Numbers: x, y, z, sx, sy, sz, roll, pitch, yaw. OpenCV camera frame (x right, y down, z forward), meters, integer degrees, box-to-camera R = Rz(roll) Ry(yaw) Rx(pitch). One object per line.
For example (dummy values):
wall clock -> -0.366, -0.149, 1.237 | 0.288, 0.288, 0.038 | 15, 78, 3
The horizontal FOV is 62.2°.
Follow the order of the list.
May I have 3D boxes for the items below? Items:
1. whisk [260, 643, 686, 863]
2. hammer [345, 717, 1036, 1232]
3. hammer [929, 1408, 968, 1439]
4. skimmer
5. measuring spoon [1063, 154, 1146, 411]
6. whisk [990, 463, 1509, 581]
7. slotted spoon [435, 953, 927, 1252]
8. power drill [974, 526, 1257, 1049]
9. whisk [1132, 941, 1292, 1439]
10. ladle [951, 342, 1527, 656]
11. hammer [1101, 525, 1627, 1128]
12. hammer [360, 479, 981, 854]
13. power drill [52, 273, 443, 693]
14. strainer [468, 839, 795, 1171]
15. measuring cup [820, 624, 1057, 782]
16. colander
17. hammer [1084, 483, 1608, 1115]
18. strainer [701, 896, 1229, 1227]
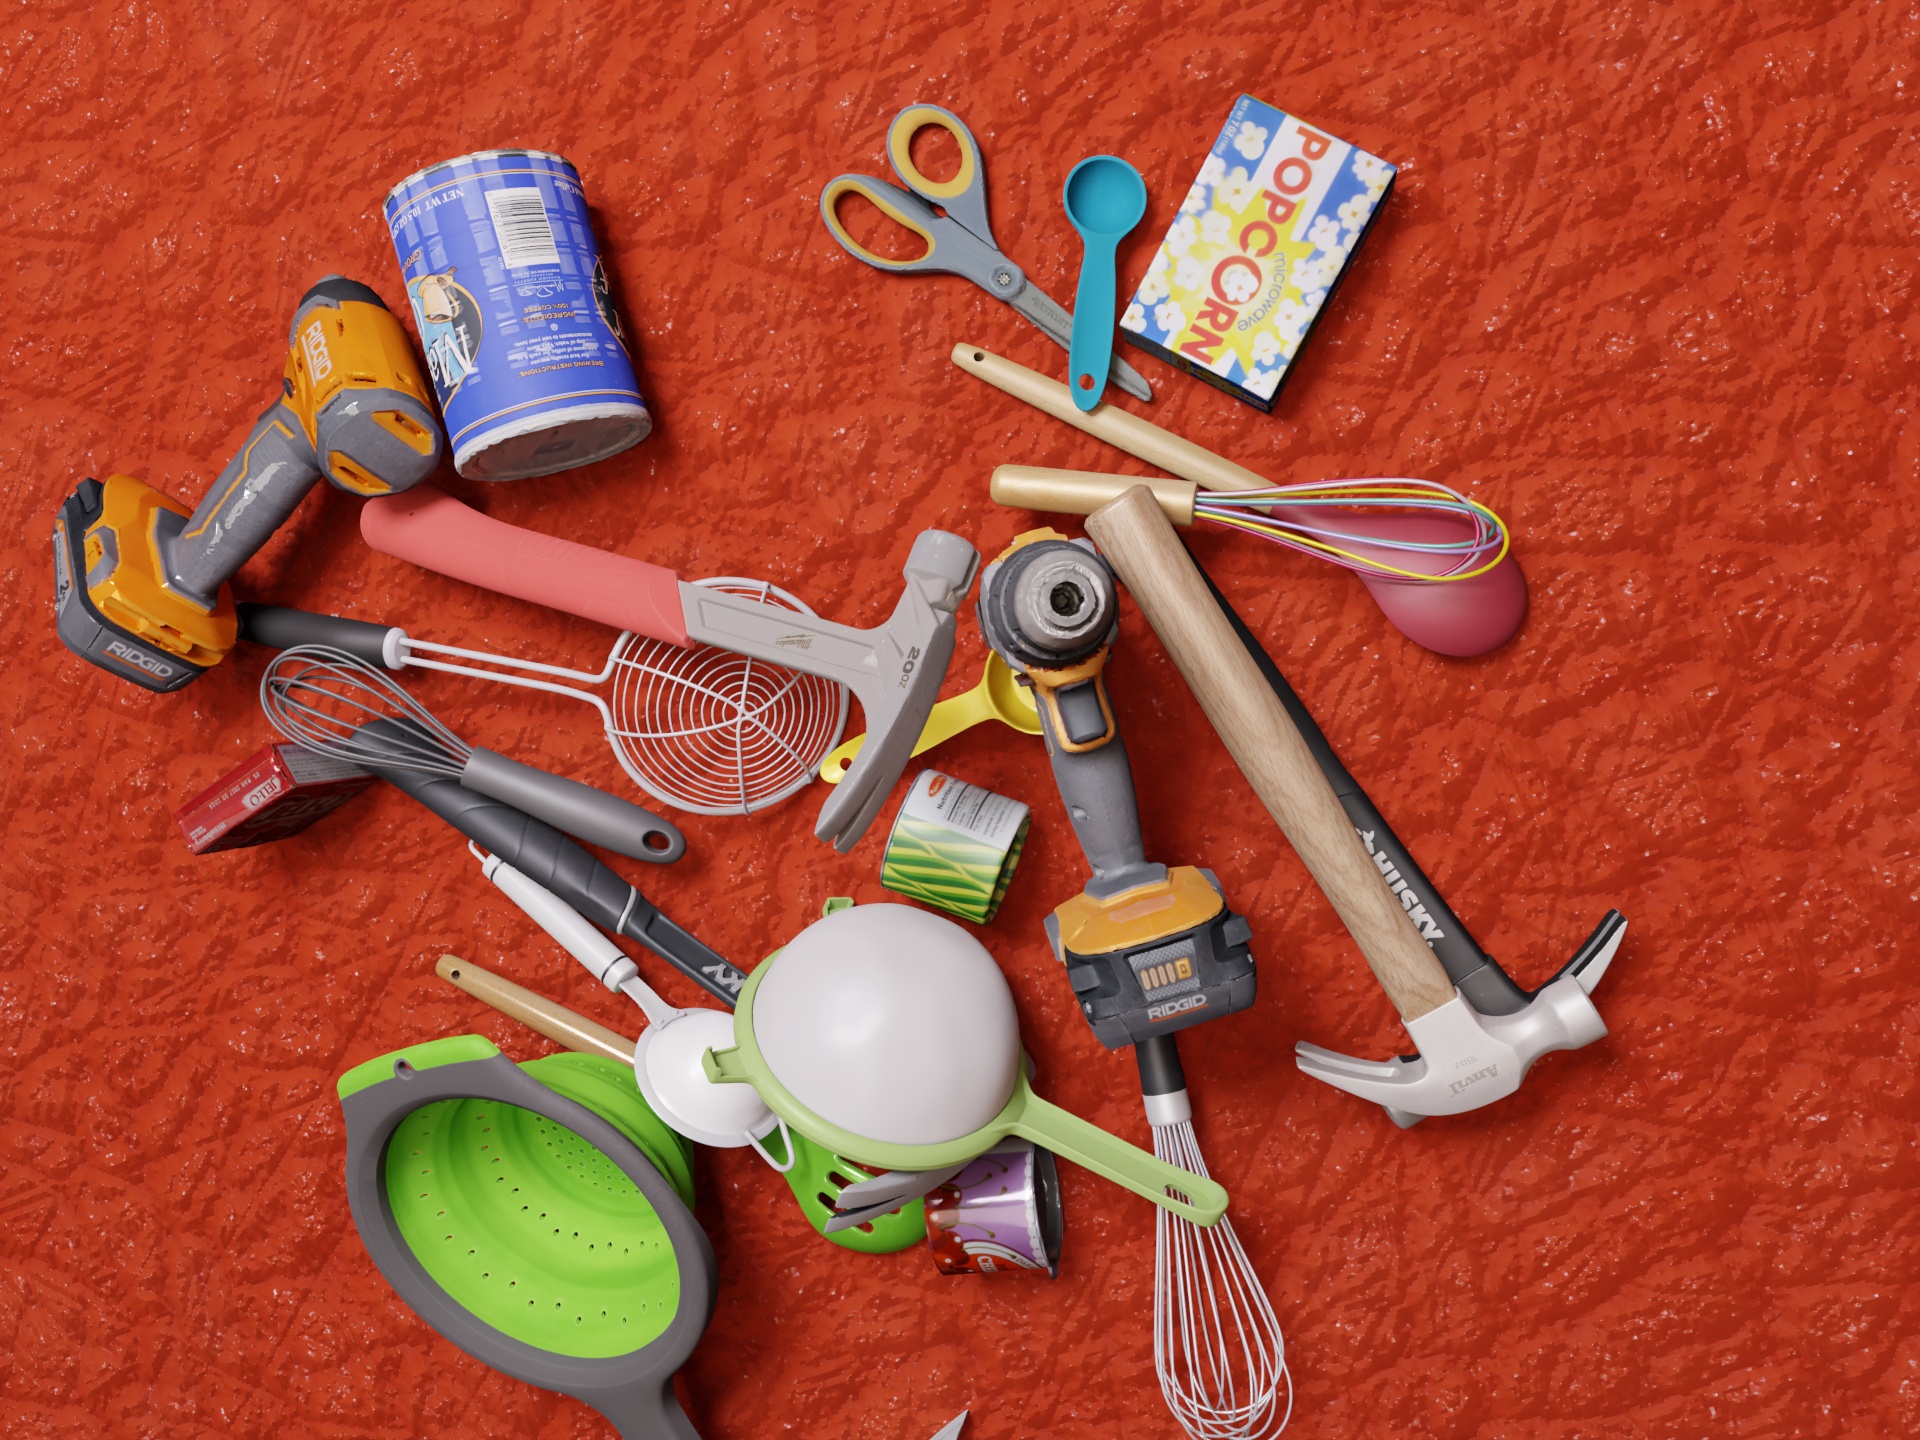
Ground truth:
whisk -> -0.255, 0.022, 0.837 | 0.239, 0.055, 0.055 | 23, 97, -4
hammer -> -0.163, 0.113, 0.827 | 0.409, 0.149, 0.036 | 31, 123, 16
hammer -> 0.116, 0.412, 0.819 | 0.331, 0.033, 0.128 | -12, 91, 12
skimmer -> -0.241, -0.032, 0.875 | 0.363, 0.090, 0.127 | 10, 103, 21
measuring spoon -> 0.067, -0.217, 0.799 | 0.042, 0.021, 0.128 | 6, 89, -5
whisk -> 0.132, -0.098, 0.754 | 0.245, 0.051, 0.047 | 8, 86, 14
slotted spoon -> -0.154, 0.202, 0.869 | 0.314, 0.031, 0.070 | 24, 91, 11
power drill -> 0.063, 0.025, 0.707 | 0.084, 0.185, 0.226 | -17, 92, -1
whisk -> 0.112, 0.226, 0.803 | 0.070, 0.070, 0.285 | -12, 85, 12
ladle -> 0.134, -0.121, 0.792 | 0.315, 0.031, 0.069 | 27, 79, 12
hammer -> 0.181, 0.025, 0.786 | 0.146, 0.035, 0.335 | -36, 85, 12
hammer -> -0.167, -0.054, 0.779 | 0.359, 0.036, 0.149 | 16, 75, 29
power drill -> -0.383, -0.139, 0.860 | 0.226, 0.084, 0.164 | -38, 51, 11
strainer -> -0.177, 0.140, 0.851 | 0.258, 0.087, 0.050 | 37, 122, 18
measuring cup -> -0.001, -0.003, 0.828 | 0.156, 0.029, 0.062 | -24, 88, 14
colander -> -0.172, 0.313, 0.854 | 0.204, 0.094, 0.397 | -19, 107, 26
hammer -> 0.157, 0.038, 0.745 | 0.130, 0.031, 0.331 | -32, 91, 14
strainer -> 0.017, 0.160, 0.761 | 0.256, 0.151, 0.069 | 25, 123, 10
